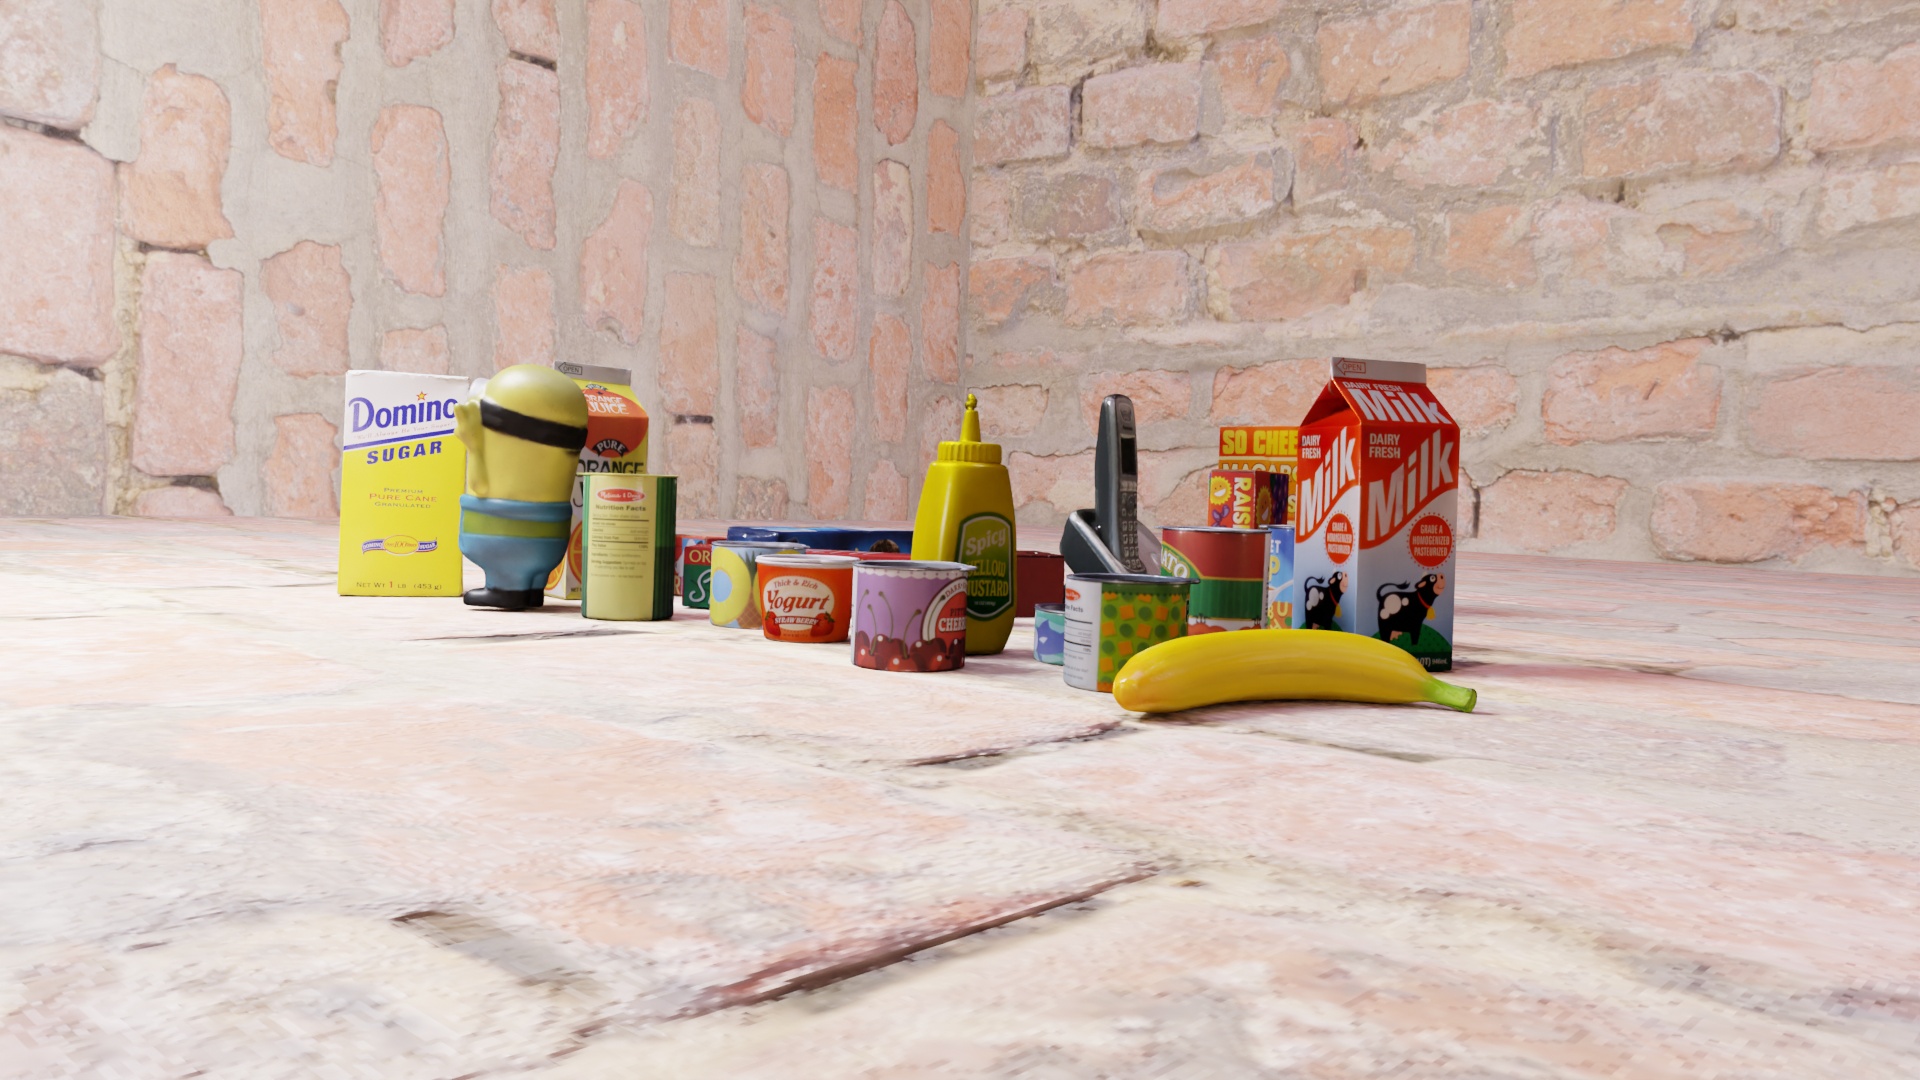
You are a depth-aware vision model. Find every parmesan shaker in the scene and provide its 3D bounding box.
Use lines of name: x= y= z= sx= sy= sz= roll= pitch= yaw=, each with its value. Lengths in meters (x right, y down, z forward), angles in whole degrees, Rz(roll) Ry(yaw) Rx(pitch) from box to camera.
parmesan shaker: x=-0.240 y=0.003 z=0.995 sx=0.071 sy=0.103 sz=0.071 roll=2 pitch=2 yaw=0

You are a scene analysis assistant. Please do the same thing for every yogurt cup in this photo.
yogurt cup: x=-0.099 y=0.037 z=0.900 sx=0.072 sy=0.054 sz=0.072 roll=2 pitch=2 yaw=0

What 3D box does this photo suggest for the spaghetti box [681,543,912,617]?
spaghetti box: x=-0.094 y=0.033 z=1.058 sx=0.250 sy=0.050 sz=0.029 roll=3 pitch=2 yaw=14

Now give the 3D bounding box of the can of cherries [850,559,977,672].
can of cherries: x=-0.027 y=0.042 z=0.787 sx=0.071 sy=0.058 sz=0.071 roll=2 pitch=2 yaw=0

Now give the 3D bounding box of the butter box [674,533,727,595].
butter box: x=-0.238 y=0.021 z=1.193 sx=0.024 sy=0.053 sz=0.103 roll=0 pitch=3 yaw=-43

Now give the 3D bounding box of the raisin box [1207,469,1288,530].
raisin box: x=0.224 y=0.006 z=1.086 sx=0.040 sy=0.123 sz=0.086 roll=3 pitch=2 yaw=32

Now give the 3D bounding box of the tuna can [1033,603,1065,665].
tuna can: x=0.075 y=0.056 z=0.836 sx=0.071 sy=0.033 sz=0.071 roll=2 pitch=2 yaw=0

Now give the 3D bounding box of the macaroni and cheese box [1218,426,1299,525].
macaroni and cheese box: x=0.292 y=-0.020 z=1.257 sx=0.123 sy=0.166 sz=0.040 roll=4 pitch=2 yaw=44

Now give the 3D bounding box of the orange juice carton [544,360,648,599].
orange juice carton: x=-0.307 y=-0.050 z=1.151 sx=0.072 sy=0.192 sz=0.073 roll=1 pitch=2 yaw=-40

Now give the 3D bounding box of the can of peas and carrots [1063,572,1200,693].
can of peas and carrots: x=0.090 y=0.048 z=0.736 sx=0.071 sy=0.058 sz=0.071 roll=2 pitch=2 yaw=0

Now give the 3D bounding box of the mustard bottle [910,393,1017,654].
mustard bottle: x=0.003 y=-0.011 z=0.855 sx=0.065 sy=0.160 sz=0.049 roll=1 pitch=2 yaw=-36

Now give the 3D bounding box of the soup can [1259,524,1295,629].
soup can: x=0.246 y=0.031 z=0.982 sx=0.071 sy=0.083 sz=0.071 roll=2 pitch=2 yaw=0

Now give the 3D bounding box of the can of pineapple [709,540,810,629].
can of pineapple: x=-0.141 y=0.031 z=0.973 sx=0.071 sy=0.058 sz=0.071 roll=2 pitch=2 yaw=0

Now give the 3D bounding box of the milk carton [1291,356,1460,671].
milk carton: x=0.257 y=-0.017 z=0.864 sx=0.072 sy=0.190 sz=0.073 roll=2 pitch=2 yaw=-18

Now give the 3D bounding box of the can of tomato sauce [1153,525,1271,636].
can of tomato sauce: x=0.152 y=0.034 z=0.844 sx=0.071 sy=0.083 sz=0.071 roll=2 pitch=2 yaw=0
